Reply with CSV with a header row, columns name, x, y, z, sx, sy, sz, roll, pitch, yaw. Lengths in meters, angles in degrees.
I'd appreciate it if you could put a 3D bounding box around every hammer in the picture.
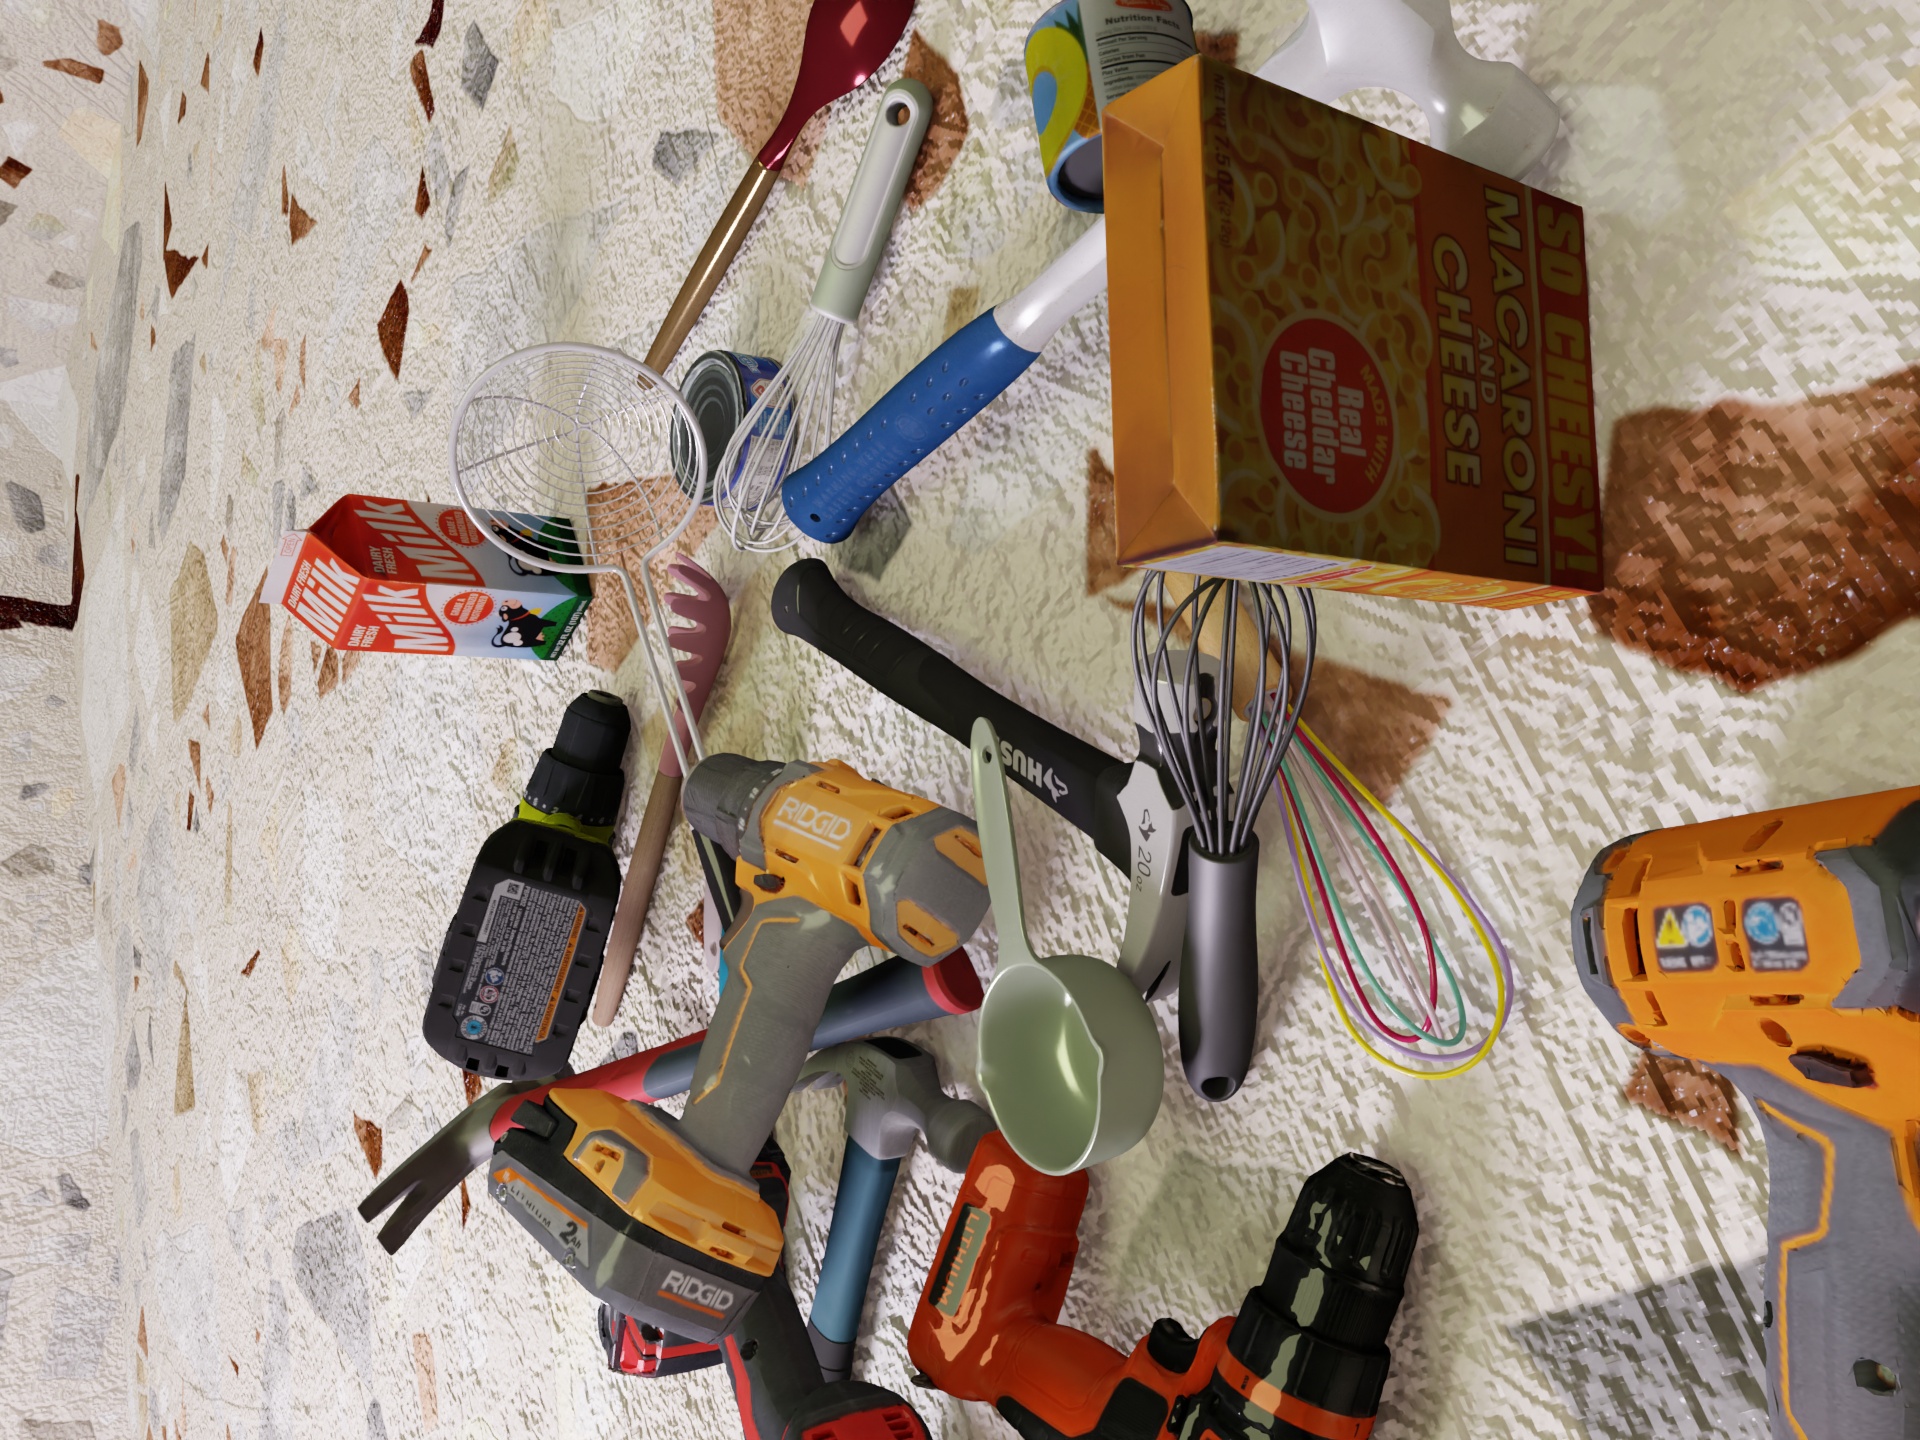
name,x,y,z,sx,sy,sz,roll,pitch,yaw
hammer,-0.064,0.306,0.771,0.128,0.033,0.331,29,111,48
hammer,-0.145,0.177,0.773,0.386,0.143,0.038,-25,101,38
hammer,-0.001,-0.002,0.687,0.335,0.035,0.146,33,129,53
hammer,0.025,-0.164,0.626,0.405,0.144,0.035,-28,33,55

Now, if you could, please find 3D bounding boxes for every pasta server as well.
name,x,y,z,sx,sy,sz,roll,pitch,yaw
pasta server,-0.185,0.052,0.937,0.060,0.040,0.316,-113,38,-60

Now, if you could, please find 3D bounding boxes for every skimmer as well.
name,x,y,z,sx,sy,sz,roll,pitch,yaw
skimmer,-0.151,-0.007,0.799,0.090,0.127,0.363,29,-138,-87

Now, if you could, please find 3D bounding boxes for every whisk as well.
name,x,y,z,sx,sy,sz,roll,pitch,yaw
whisk,0.111,0.013,0.550,0.047,0.051,0.245,-58,43,41
whisk,0.083,0.042,0.521,0.055,0.055,0.238,40,145,46
whisk,-0.067,-0.195,0.789,0.058,0.059,0.246,26,109,9

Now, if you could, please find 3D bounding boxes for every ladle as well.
name,x,y,z,sx,sy,sz,roll,pitch,yaw
ladle,-0.115,-0.288,0.873,0.315,0.031,0.069,-45,54,44

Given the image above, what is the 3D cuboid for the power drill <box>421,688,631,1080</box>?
name,x,y,z,sx,sy,sz,roll,pitch,yaw
power drill,-0.238,0.089,0.918,0.229,0.080,0.190,-129,57,-75

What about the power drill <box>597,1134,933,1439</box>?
name,x,y,z,sx,sy,sz,roll,pitch,yaw
power drill,-0.086,0.311,0.682,0.227,0.080,0.187,43,129,52

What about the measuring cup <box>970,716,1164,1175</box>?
name,x,y,z,sx,sy,sz,roll,pitch,yaw
measuring cup,0.034,0.079,0.585,0.083,0.038,0.168,-29,67,55

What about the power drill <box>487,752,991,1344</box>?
name,x,y,z,sx,sy,sz,roll,pitch,yaw
power drill,-0.103,0.116,0.672,0.185,0.084,0.226,17,73,48

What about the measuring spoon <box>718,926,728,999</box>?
name,x,y,z,sx,sy,sz,roll,pitch,yaw
measuring spoon,-0.117,0.122,0.867,0.042,0.021,0.128,12,107,31

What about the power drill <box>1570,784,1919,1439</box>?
name,x,y,z,sx,sy,sz,roll,pitch,yaw
power drill,0.217,0.127,0.343,0.164,0.084,0.226,144,123,-71

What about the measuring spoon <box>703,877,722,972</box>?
name,x,y,z,sx,sy,sz,roll,pitch,yaw
measuring spoon,-0.130,0.083,0.888,0.034,0.018,0.124,27,116,51
